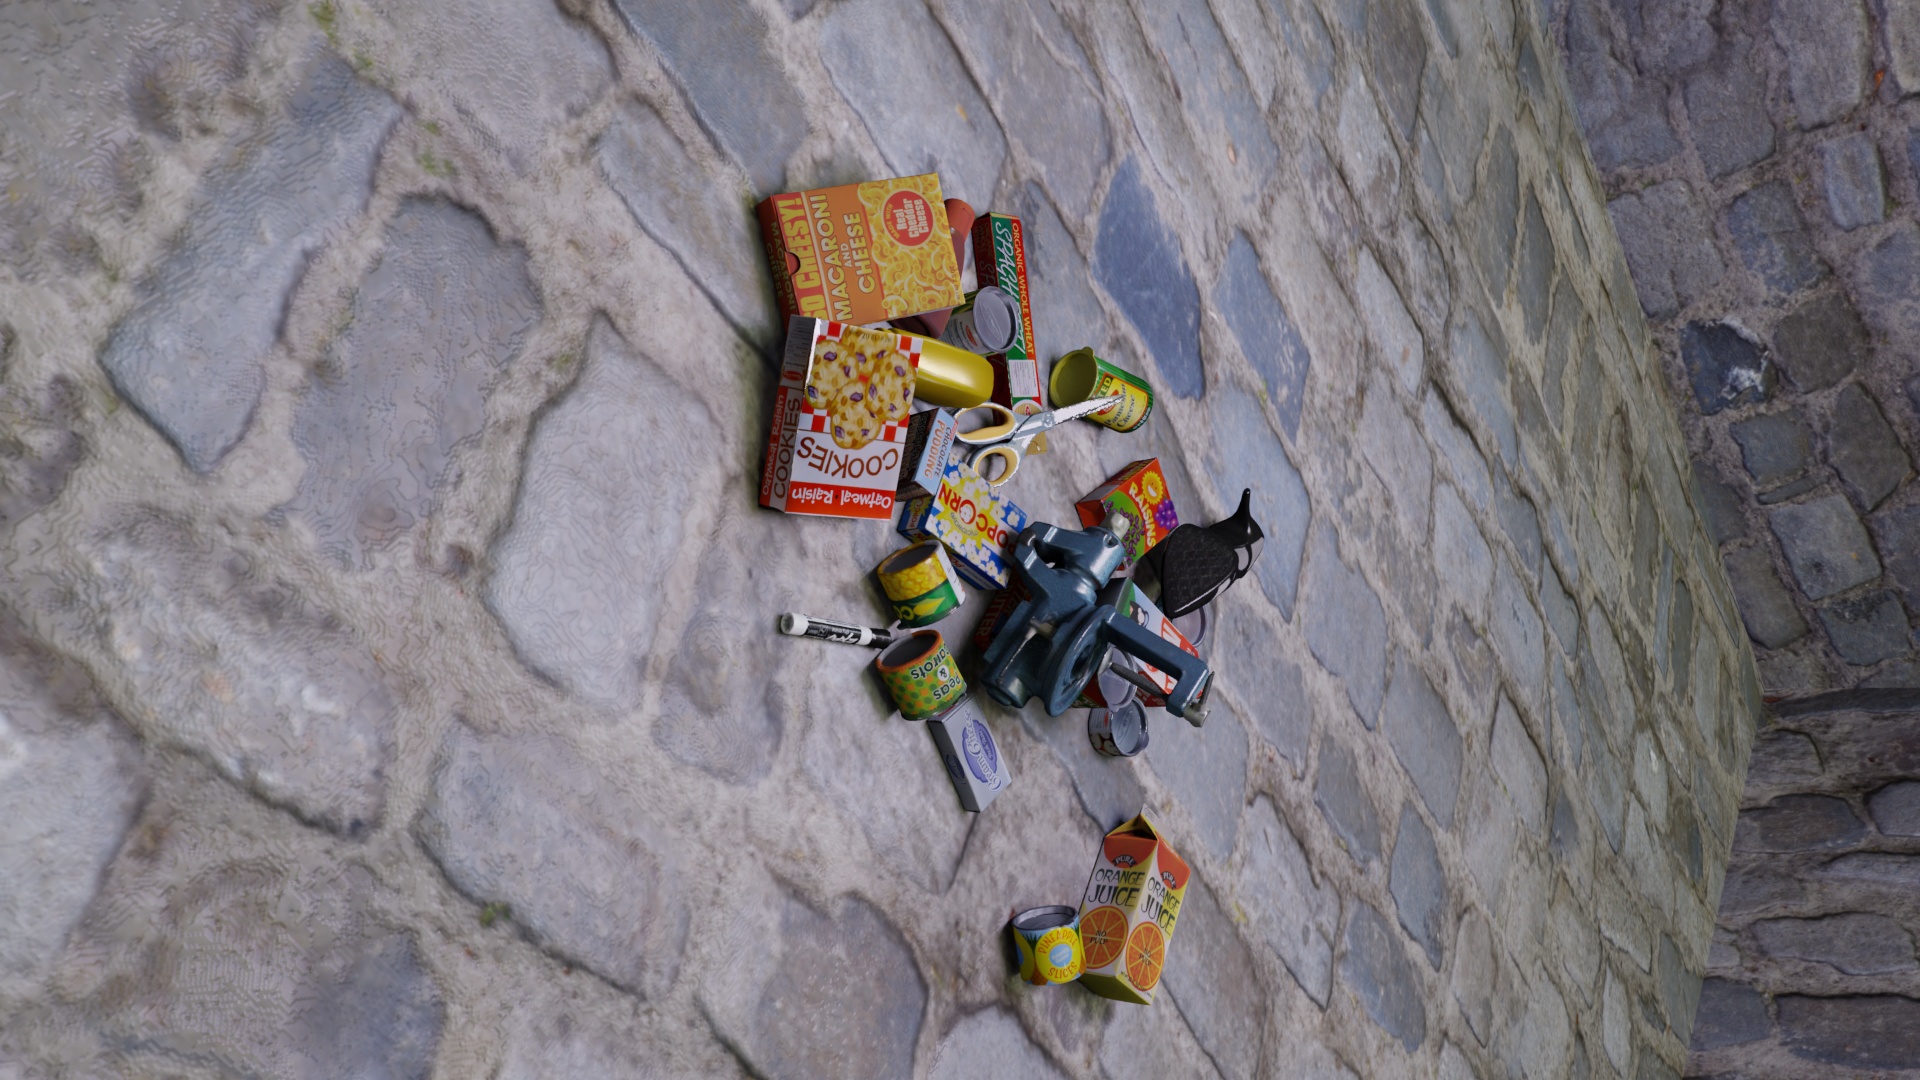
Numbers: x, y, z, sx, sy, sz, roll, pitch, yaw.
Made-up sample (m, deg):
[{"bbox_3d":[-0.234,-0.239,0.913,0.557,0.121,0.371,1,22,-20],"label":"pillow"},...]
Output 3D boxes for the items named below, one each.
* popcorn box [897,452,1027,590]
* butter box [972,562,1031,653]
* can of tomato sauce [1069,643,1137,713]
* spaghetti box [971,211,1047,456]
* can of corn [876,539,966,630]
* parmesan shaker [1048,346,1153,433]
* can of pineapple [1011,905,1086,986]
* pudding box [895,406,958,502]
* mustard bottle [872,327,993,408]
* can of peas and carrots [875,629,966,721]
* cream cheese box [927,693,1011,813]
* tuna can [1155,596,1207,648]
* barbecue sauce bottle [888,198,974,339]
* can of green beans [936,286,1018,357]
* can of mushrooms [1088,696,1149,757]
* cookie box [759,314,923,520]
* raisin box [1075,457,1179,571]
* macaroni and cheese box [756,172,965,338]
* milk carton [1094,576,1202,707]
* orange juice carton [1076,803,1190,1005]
[{"bbox_3d":[0.005,-0.017,1.348,0.126,0.038,0.085,37,60,-38],"label":"popcorn box"},{"bbox_3d":[0.054,0.076,1.399,0.053,0.024,0.104,50,52,-31],"label":"butter box"},{"bbox_3d":[0.129,0.142,1.427,0.071,0.083,0.071,7,80,-46],"label":"can of tomato sauce"},{"bbox_3d":[0.051,-0.211,1.430,0.050,0.028,0.250,-6,90,-47],"label":"spaghetti box"},{"bbox_3d":[-0.038,0.041,1.276,0.071,0.071,0.058,-41,114,-42],"label":"can of corn"},{"bbox_3d":[0.155,-0.162,1.504,0.103,0.071,0.071,17,73,-44],"label":"parmesan shaker"},{"bbox_3d":[0.088,0.396,1.359,0.071,0.071,0.058,-13,95,-47],"label":"can of pineapple"},{"bbox_3d":[-0.037,-0.080,1.303,0.030,0.049,0.084,38,59,-36],"label":"pudding box"},{"bbox_3d":[-0.042,-0.167,1.301,0.160,0.065,0.049,17,70,-39],"label":"mustard bottle"},{"bbox_3d":[-0.035,0.122,1.264,0.071,0.071,0.058,-43,115,-41],"label":"can of peas and carrots"},{"bbox_3d":[0.010,0.203,1.334,0.053,0.024,0.103,-37,111,-43],"label":"cream cheese box"},{"bbox_3d":[0.252,0.093,1.601,0.071,0.033,0.071,8,79,-46],"label":"tuna can"},{"bbox_3d":[-0.025,-0.266,1.346,0.065,0.043,0.149,38,58,-31],"label":"barbecue sauce bottle"},{"bbox_3d":[0.015,-0.212,1.370,0.071,0.057,0.071,8,79,-46],"label":"can of green beans"},{"bbox_3d":[0.172,0.202,1.501,0.071,0.033,0.071,9,78,-46],"label":"can of mushrooms"},{"bbox_3d":[-0.103,-0.104,1.211,0.123,0.040,0.167,4,99,-45],"label":"cookie box"},{"bbox_3d":[0.188,-0.030,1.544,0.124,0.040,0.086,-35,109,-44],"label":"raisin box"},{"bbox_3d":[-0.087,-0.257,1.245,0.167,0.040,0.123,-16,97,-28],"label":"macaroni and cheese box"},{"bbox_3d":[0.193,0.123,1.505,0.190,0.072,0.074,45,55,-34],"label":"milk carton"},{"bbox_3d":[0.182,0.378,1.459,0.071,0.073,0.193,46,54,-33],"label":"orange juice carton"}]
